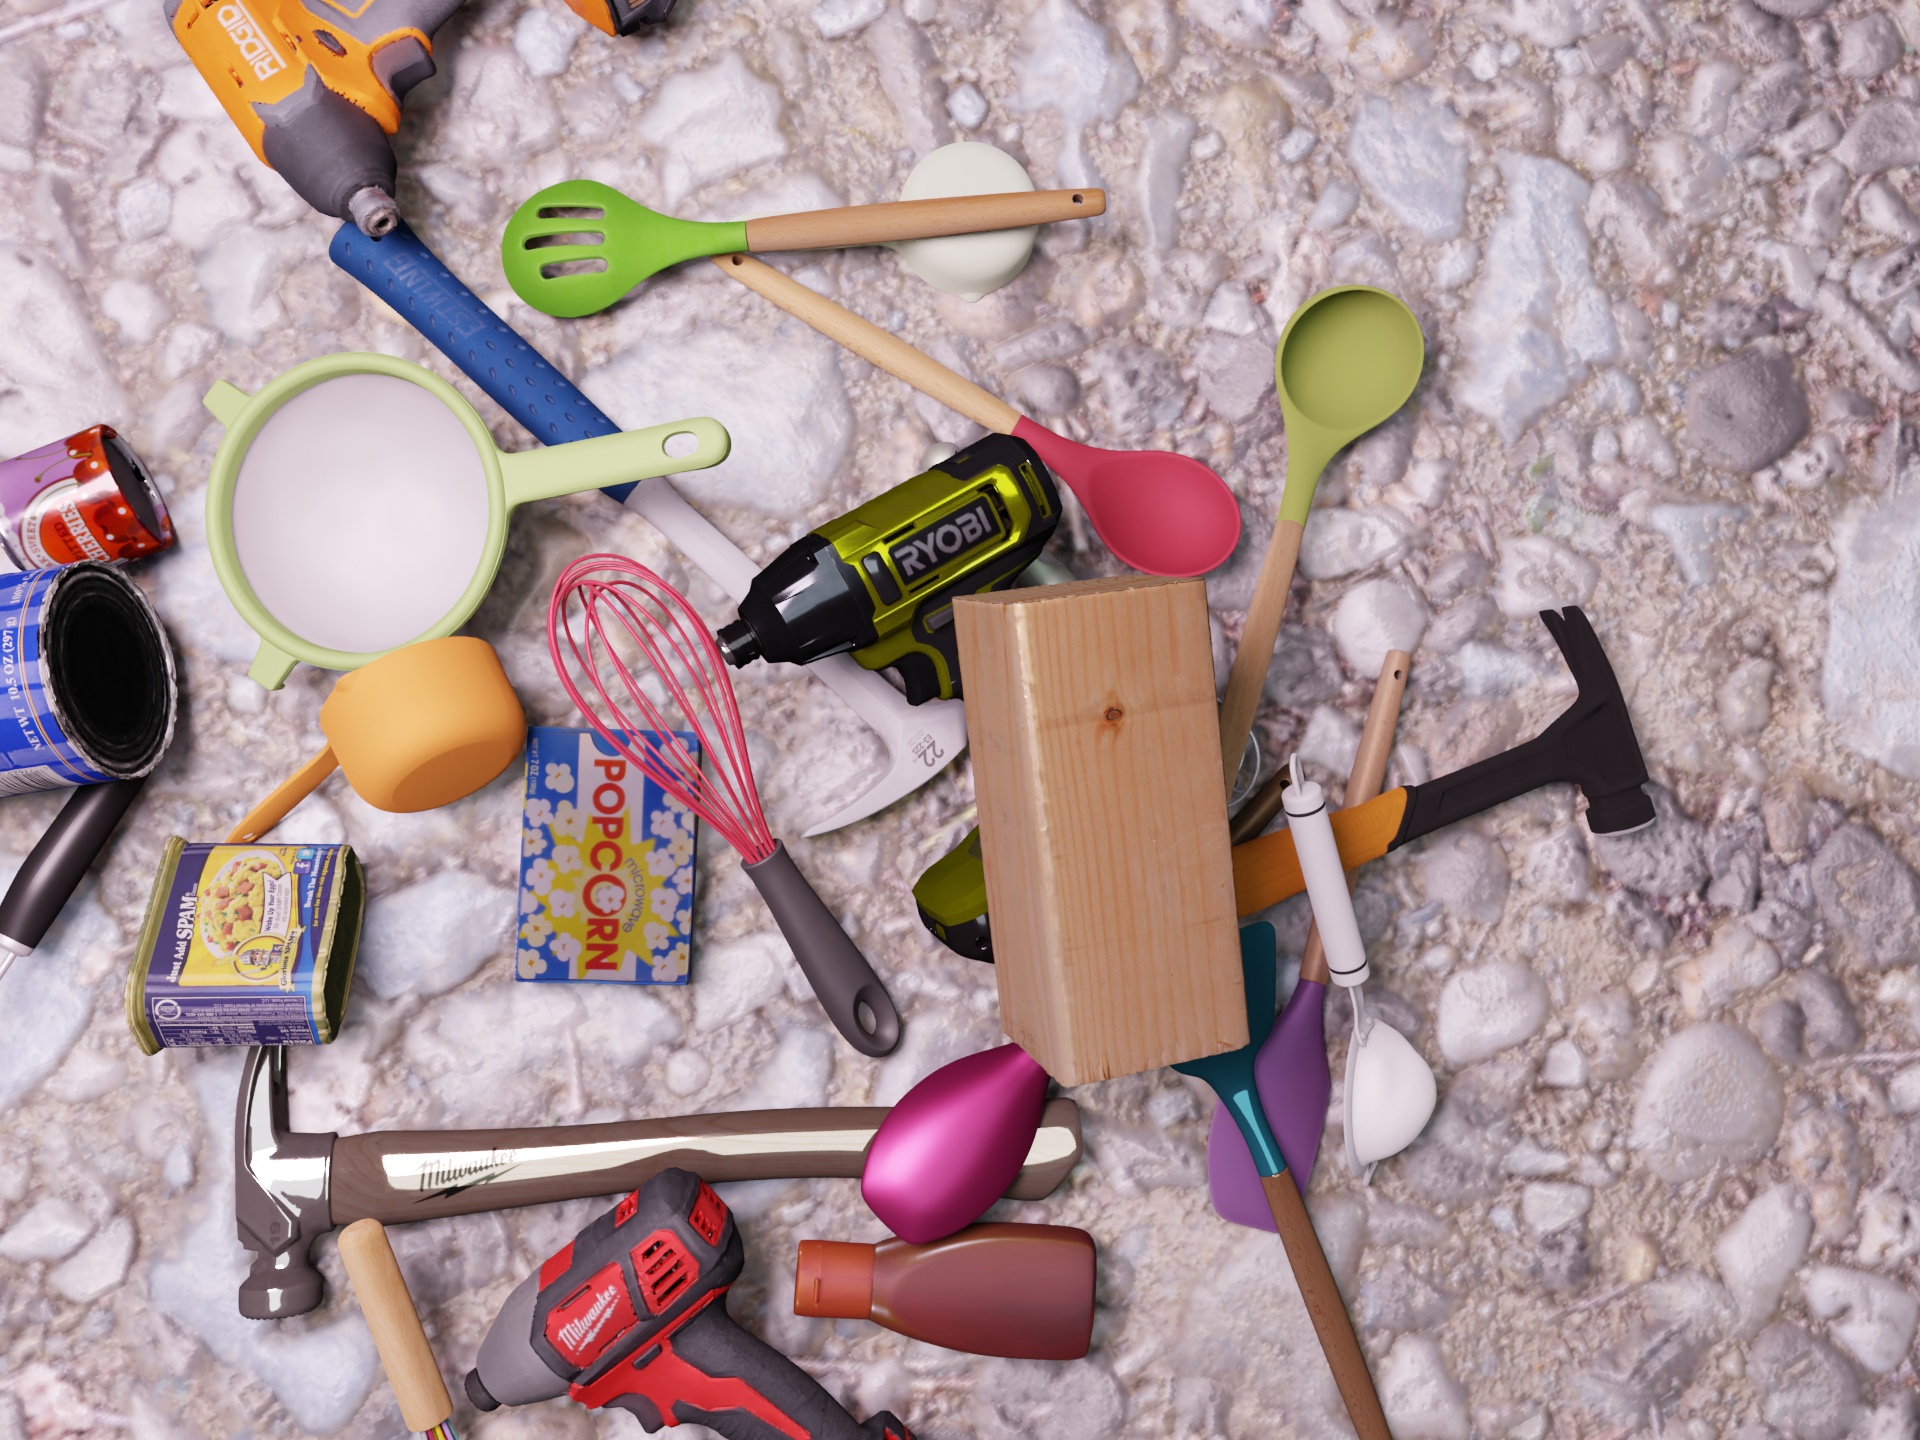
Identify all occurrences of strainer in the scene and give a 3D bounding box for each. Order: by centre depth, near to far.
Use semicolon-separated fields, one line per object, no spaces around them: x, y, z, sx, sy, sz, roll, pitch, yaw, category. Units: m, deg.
-0.230;-0.108;0.773;0.256;0.069;0.151;-10;89;5;strainer
0.195;0.130;0.786;0.050;0.087;0.258;-6;115;31;strainer

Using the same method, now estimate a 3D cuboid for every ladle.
0.167;-0.080;0.811;0.078;0.062;0.320;22;73;-9;ladle
0.006;-0.168;0.841;0.315;0.031;0.069;30;79;-2;ladle

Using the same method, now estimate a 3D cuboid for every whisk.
-0.239;0.348;0.748;0.051;0.047;0.245;-18;98;-5;whisk
-0.107;0.049;0.767;0.073;0.073;0.295;-33;110;-8;whisk
0.065;-0.051;0.831;0.059;0.058;0.246;-42;87;22;whisk

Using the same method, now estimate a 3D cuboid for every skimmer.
-0.481;0.163;0.760;0.127;0.090;0.363;27;73;-1;skimmer

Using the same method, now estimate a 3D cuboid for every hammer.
-0.144;0.206;0.792;0.410;0.038;0.146;-2;85;-7;hammer
-0.160;-0.108;0.813;0.405;0.035;0.144;42;82;-2;hammer
0.202;0.052;0.821;0.337;0.034;0.127;-21;94;-14;hammer

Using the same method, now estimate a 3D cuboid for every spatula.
0.170;0.257;0.810;0.082;0.044;0.317;-22;94;-8;spatula
0.192;0.113;0.846;0.059;0.018;0.316;17;85;-6;spatula

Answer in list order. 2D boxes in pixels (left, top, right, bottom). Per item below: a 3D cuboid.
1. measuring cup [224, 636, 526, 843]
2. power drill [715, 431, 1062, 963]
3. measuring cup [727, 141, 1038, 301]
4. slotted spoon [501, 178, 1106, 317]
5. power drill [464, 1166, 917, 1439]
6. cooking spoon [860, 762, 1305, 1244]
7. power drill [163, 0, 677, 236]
-0.284;0.031;0.765;0.173;0.095;0.052;-37;73;12;measuring cup
-0.001;-0.002;0.767;0.171;0.080;0.223;-31;107;-13;power drill
-0.040;-0.265;0.835;0.167;0.038;0.083;-4;86;-9;measuring cup
-0.083;-0.252;0.811;0.314;0.031;0.070;-5;91;1;slotted spoon
-0.120;0.331;0.745;0.143;0.078;0.219;-38;97;3;power drill
0.071;0.135;0.811;0.069;0.017;0.319;44;75;6;cooking spoon
-0.256;-0.346;0.786;0.226;0.084;0.164;-35;77;-5;power drill
